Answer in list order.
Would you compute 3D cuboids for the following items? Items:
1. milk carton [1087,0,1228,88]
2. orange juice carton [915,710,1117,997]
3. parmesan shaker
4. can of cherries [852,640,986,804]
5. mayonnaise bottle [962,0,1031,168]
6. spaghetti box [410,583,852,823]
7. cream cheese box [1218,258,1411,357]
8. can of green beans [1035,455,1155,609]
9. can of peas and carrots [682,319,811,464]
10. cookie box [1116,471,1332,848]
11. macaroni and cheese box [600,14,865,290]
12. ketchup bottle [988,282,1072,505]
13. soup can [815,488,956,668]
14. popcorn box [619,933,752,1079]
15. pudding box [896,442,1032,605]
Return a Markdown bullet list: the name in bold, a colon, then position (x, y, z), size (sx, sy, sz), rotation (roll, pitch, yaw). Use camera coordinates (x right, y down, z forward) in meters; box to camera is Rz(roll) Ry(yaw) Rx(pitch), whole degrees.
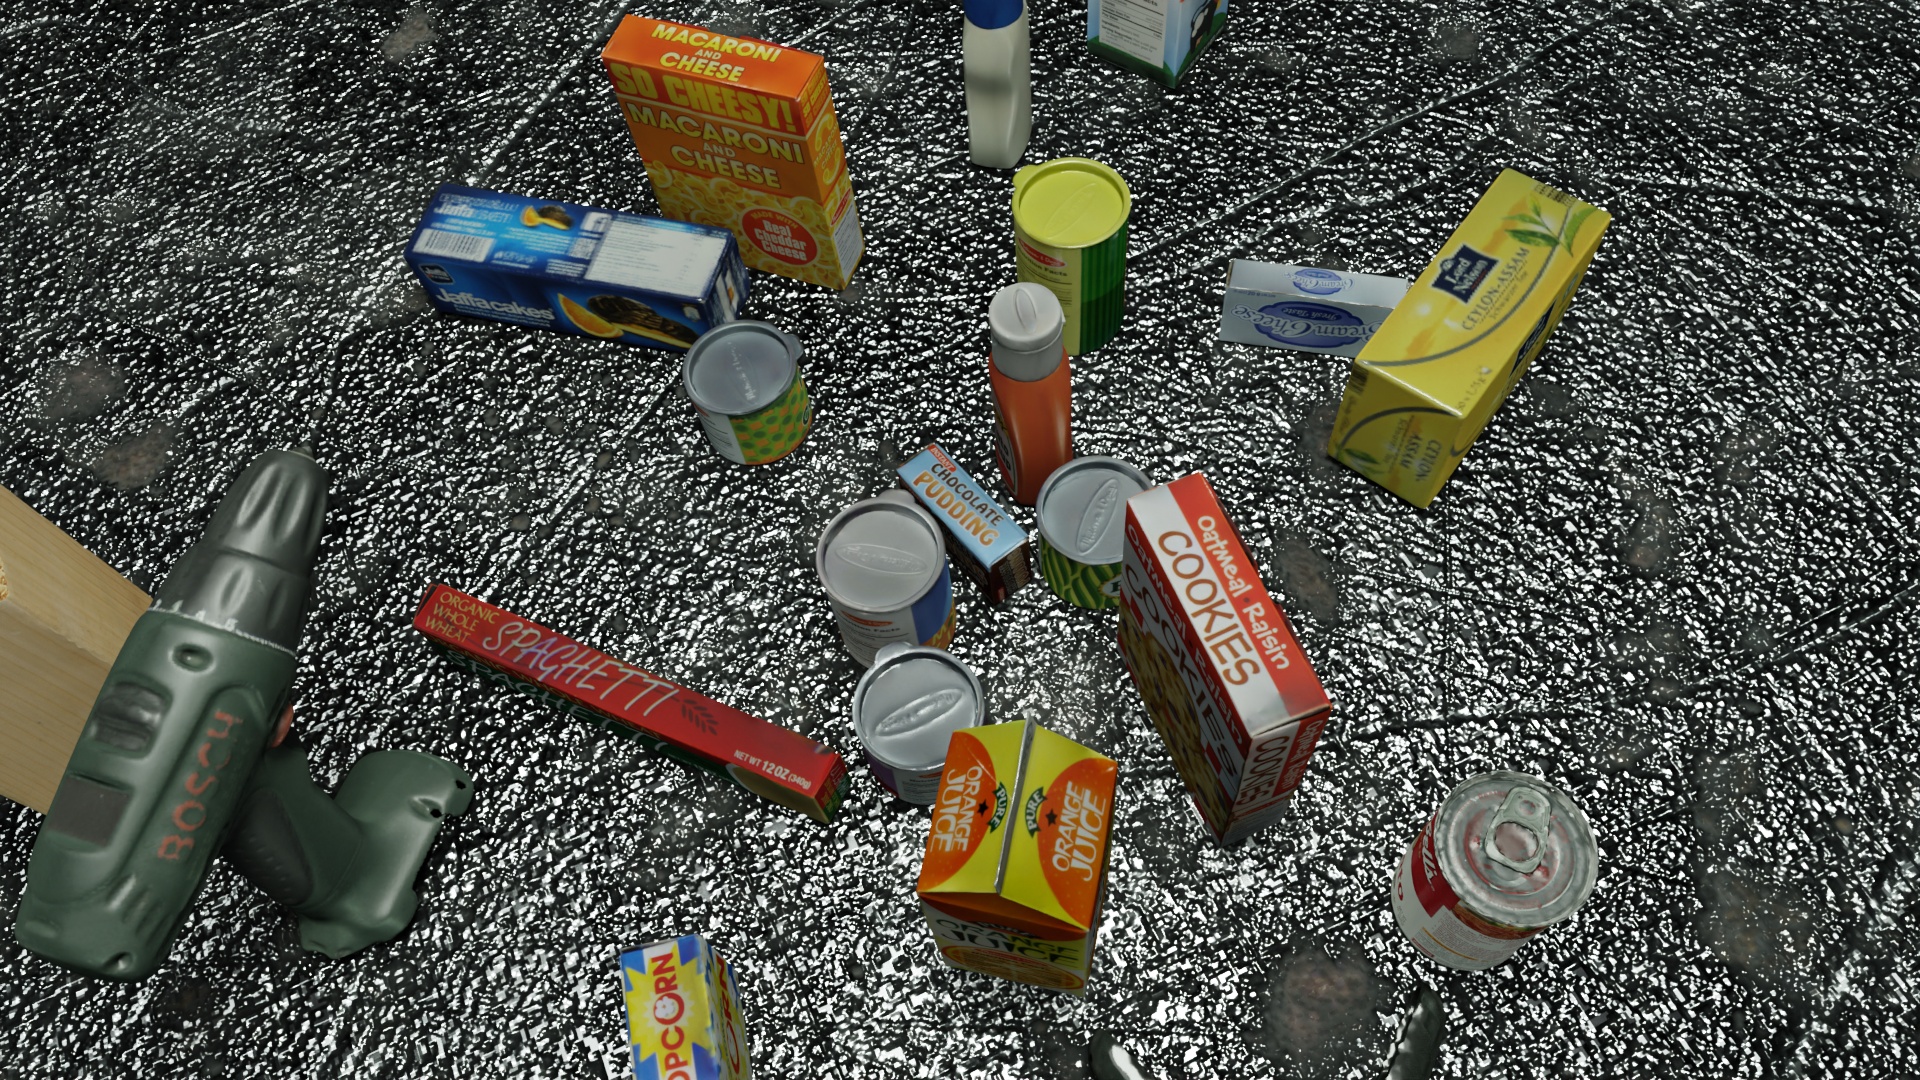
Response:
- **milk carton**: position (0.131, -0.394, 0.889), size (0.073, 0.189, 0.072), rotation (30, 68, 19)
- **orange juice carton**: position (0.027, 0.140, 0.607), size (0.073, 0.191, 0.072), rotation (10, 63, 10)
- **parmesan shaker**: position (0.064, -0.167, 0.821), size (0.071, 0.102, 0.071), rotation (-2, 62, 4)
- **can of cherries**: position (-0.020, 0.093, 0.713), size (0.071, 0.058, 0.072), rotation (-2, 62, 4)
- **mayonnaise bottle**: position (0.022, -0.306, 0.874), size (0.041, 0.147, 0.065), rotation (9, 63, 10)
- **spaghetti box**: position (-0.176, 0.085, 0.734), size (0.250, 0.050, 0.029), rotation (20, 65, 15)
- **cream cheese box**: position (0.208, -0.136, 0.821), size (0.104, 0.053, 0.024), rotation (9, 63, 9)
- **can of green beans**: position (0.075, -0.003, 0.758), size (0.071, 0.057, 0.071), rotation (-2, 62, 4)
- **can of peas and carrots**: position (-0.122, -0.088, 0.818), size (0.071, 0.058, 0.071), rotation (-2, 62, 4)
- **cookie box**: position (0.118, 0.061, 0.657), size (0.040, 0.166, 0.123), rotation (-21, 62, -6)
- **macaroni and cheese box**: position (-0.131, -0.230, 0.835), size (0.124, 0.165, 0.040), rotation (16, 65, 13)
- **ketchup bottle**: position (0.038, -0.080, 0.750), size (0.043, 0.148, 0.065), rotation (-13, 62, -2)
- **soup can**: position (-0.037, 0.023, 0.737), size (0.071, 0.083, 0.071), rotation (-2, 62, 4)
- **popcorn box**: position (-0.117, 0.249, 0.621), size (0.038, 0.085, 0.127), rotation (-14, 62, -3)
- **pudding box**: position (0.003, -0.010, 0.771), size (0.030, 0.049, 0.084), rotation (-37, 65, -14)
